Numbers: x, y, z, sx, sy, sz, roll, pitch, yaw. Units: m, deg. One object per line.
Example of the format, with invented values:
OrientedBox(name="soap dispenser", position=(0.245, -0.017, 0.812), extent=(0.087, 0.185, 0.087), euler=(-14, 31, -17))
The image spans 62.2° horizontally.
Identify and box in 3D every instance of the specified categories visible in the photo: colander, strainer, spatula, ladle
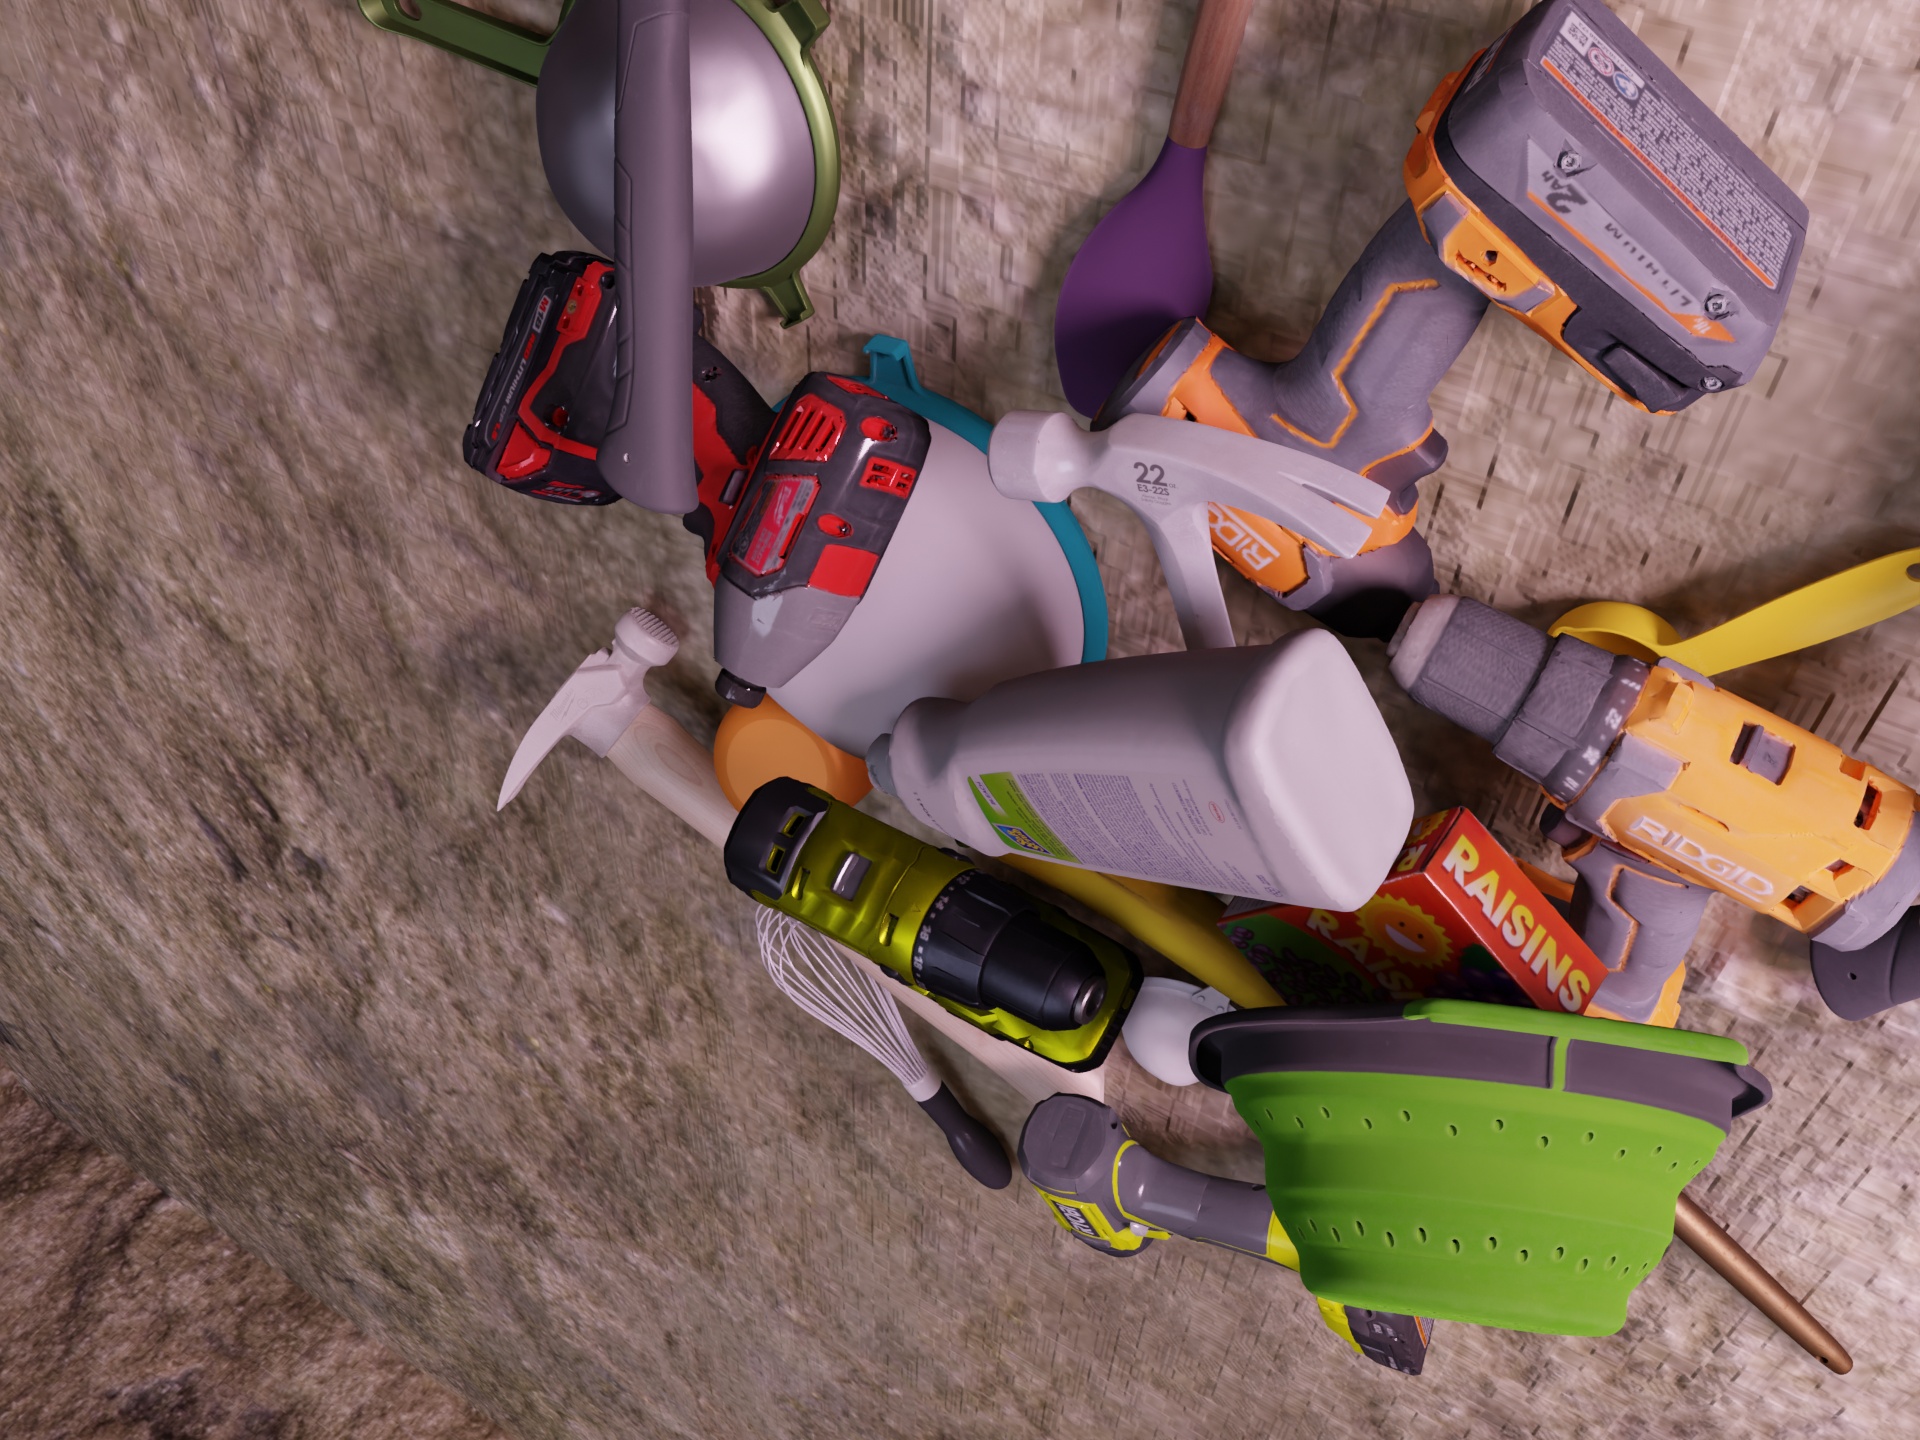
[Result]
OrientedBox(name="colander", position=(0.180, 0.195, 0.656), extent=(0.204, 0.095, 0.397), euler=(8, 161, 1))
OrientedBox(name="strainer", position=(-0.001, -0.002, 0.773), extent=(0.340, 0.095, 0.211), euler=(49, 140, -9))
OrientedBox(name="spatula", position=(0.083, -0.227, 0.553), extent=(0.060, 0.018, 0.315), euler=(23, 139, 8))
OrientedBox(name="ladle", position=(0.321, 0.213, 0.770), extent=(0.315, 0.031, 0.069), euler=(42, 150, -5))
OrientedBox(name="strainer", position=(0.142, 0.136, 0.834), extent=(0.087, 0.050, 0.258), euler=(28, 137, 1))
OrientedBox(name="strainer", position=(-0.175, -0.265, 0.686), extent=(0.256, 0.069, 0.151), euler=(26, 139, 15))

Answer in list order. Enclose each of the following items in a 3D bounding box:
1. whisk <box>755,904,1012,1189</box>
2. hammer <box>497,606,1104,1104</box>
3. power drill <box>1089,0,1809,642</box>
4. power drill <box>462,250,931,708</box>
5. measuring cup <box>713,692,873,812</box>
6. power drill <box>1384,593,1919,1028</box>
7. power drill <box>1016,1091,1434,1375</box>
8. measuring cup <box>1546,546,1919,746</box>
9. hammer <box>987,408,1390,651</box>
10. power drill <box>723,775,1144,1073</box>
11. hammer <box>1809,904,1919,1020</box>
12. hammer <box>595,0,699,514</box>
OrientedBox(name="whisk", position=(-0.044, 0.217, 1.051), extent=(0.070, 0.070, 0.284), euler=(-9, 125, 43))
OrientedBox(name="hammer", position=(-0.082, 0.118, 0.954), extent=(0.410, 0.038, 0.146), euler=(40, 102, -6))
OrientedBox(name="power drill", position=(0.165, -0.112, 0.548), extent=(0.164, 0.084, 0.226), euler=(40, 145, -8))
OrientedBox(name="power drill", position=(-0.120, -0.109, 0.701), extent=(0.220, 0.078, 0.143), euler=(35, 107, 33))
OrientedBox(name="measuring cup", position=(-0.053, 0.032, 0.865), extent=(0.174, 0.052, 0.095), euler=(18, 112, 14))
OrientedBox(name="power drill", position=(0.230, 0.052, 0.619), extent=(0.185, 0.084, 0.226), euler=(30, 151, 13))
OrientedBox(name="power drill", position=(0.157, 0.291, 0.910), extent=(0.223, 0.080, 0.171), euler=(10, 149, 28))
OrientedBox(name="measuring cup", position=(0.279, -0.034, 0.571), extent=(0.062, 0.029, 0.156), euler=(50, 138, -12))
OrientedBox(name="hammer", position=(0.132, 0.042, 0.678), extent=(0.144, 0.035, 0.405), euler=(13, 142, 35))
OrientedBox(name="power drill", position=(0.010, 0.112, 0.791), extent=(0.191, 0.080, 0.228), euler=(23, 172, 28))
OrientedBox(name="hammer", position=(0.409, 0.029, 0.457), extent=(0.149, 0.036, 0.408), euler=(58, 154, 11))
OrientedBox(name="hammer", position=(-0.109, -0.243, 0.587), extent=(0.146, 0.035, 0.334), euler=(14, 111, 28))
